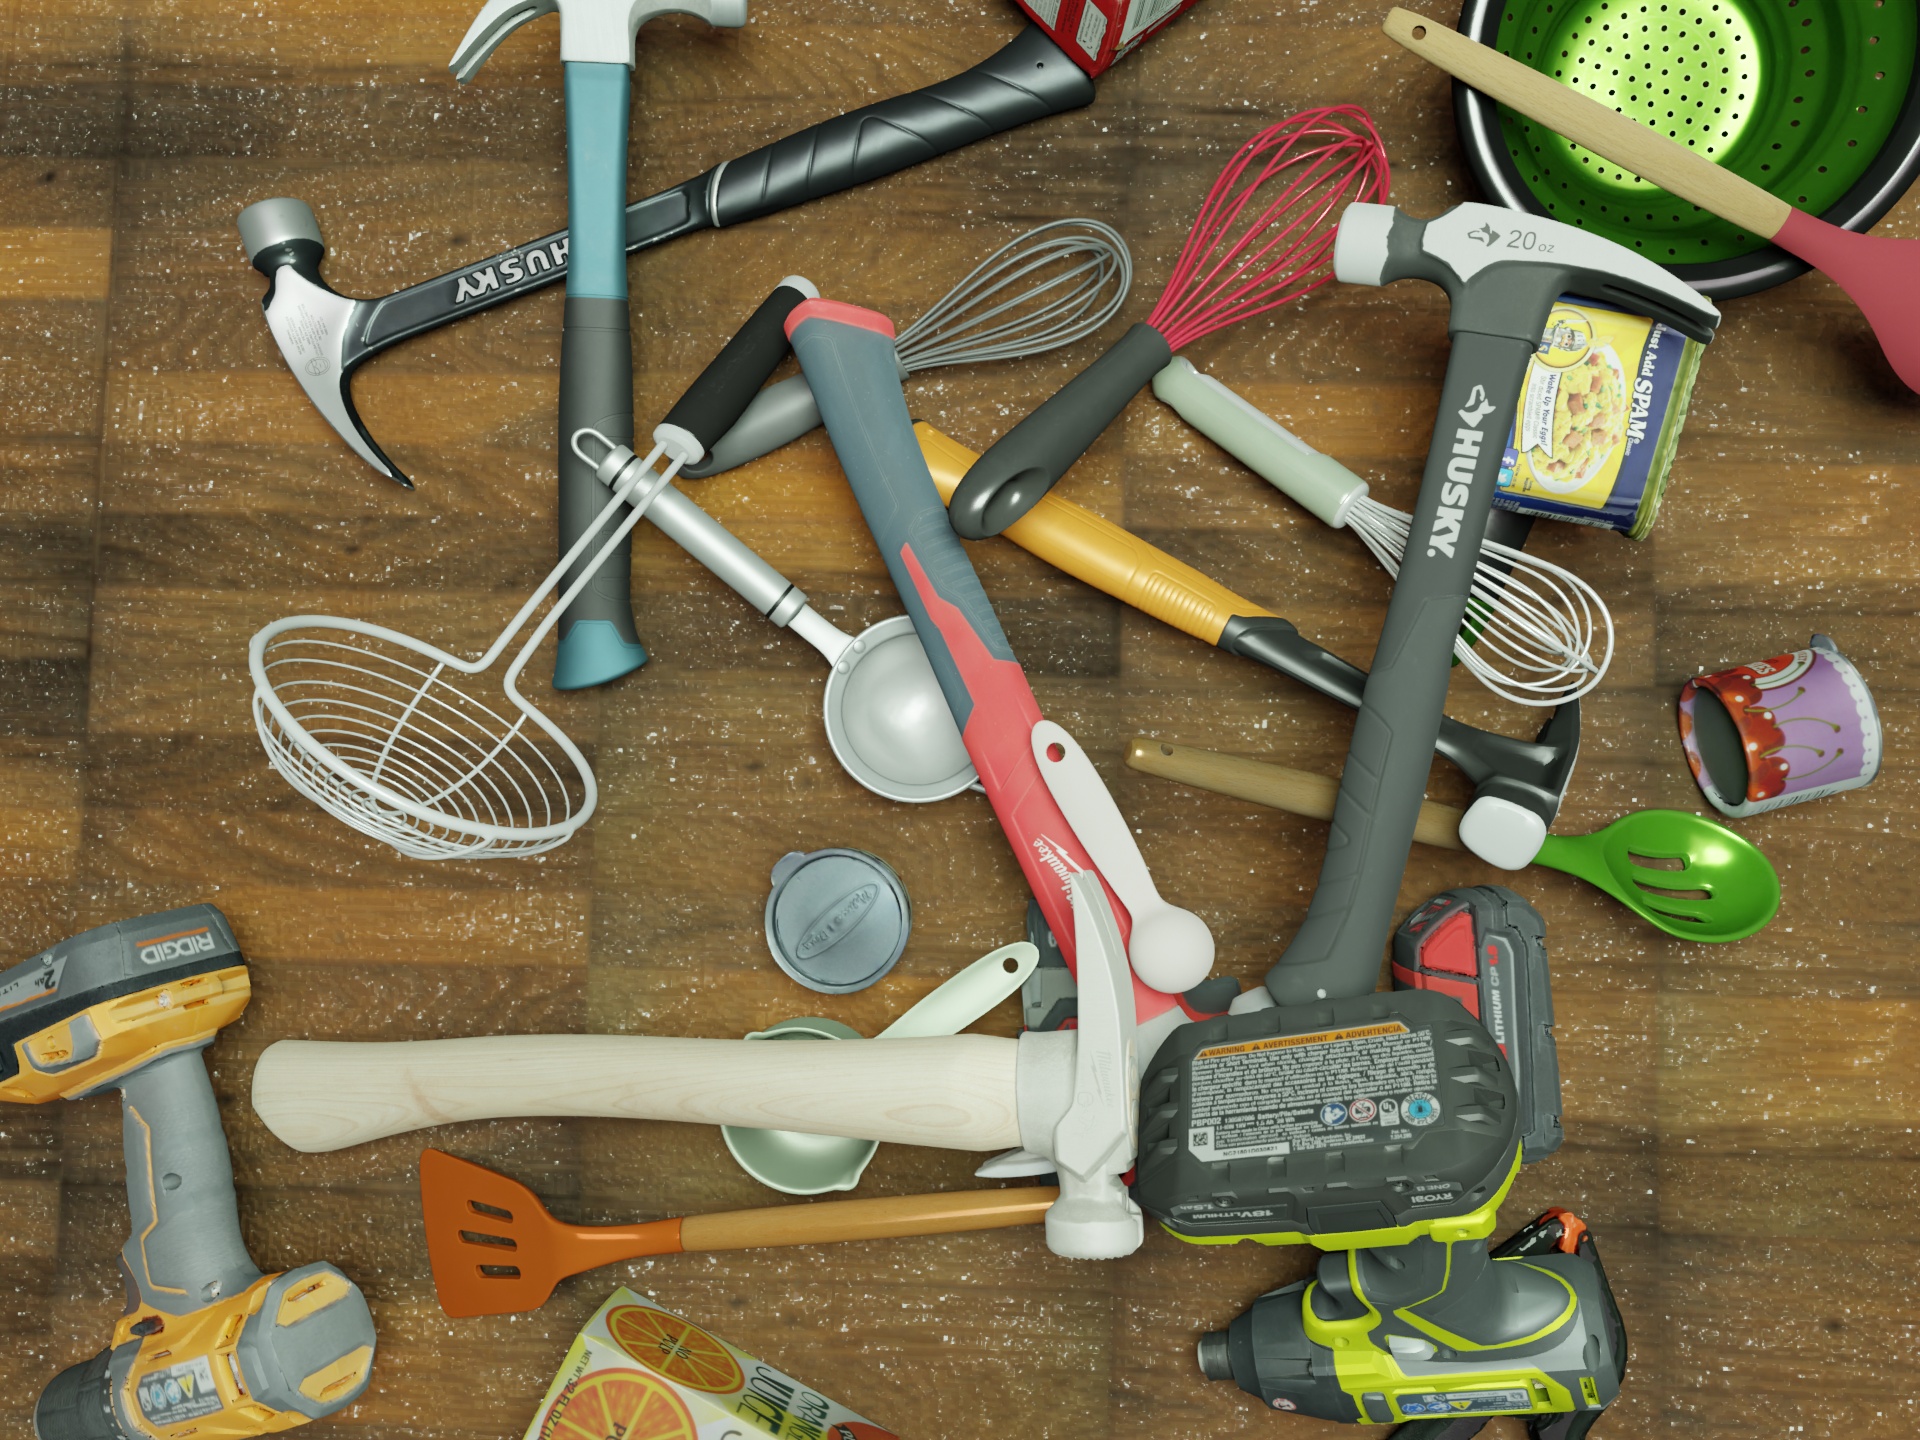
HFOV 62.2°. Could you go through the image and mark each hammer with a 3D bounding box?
[{"bbox_3d":[-0.131,-0.241,0.761,0.409,0.036,0.149,-20,87,0],"label":"hammer"},{"bbox_3d":[0.186,-0.034,0.624,0.146,0.035,0.335,14,90,20],"label":"hammer"},{"bbox_3d":[-0.165,-0.178,0.726,0.128,0.033,0.331,1,98,-7],"label":"hammer"},{"bbox_3d":[-0.127,0.143,0.677,0.410,0.038,0.146,-4,85,19],"label":"hammer"},{"bbox_3d":[0.115,-0.053,0.717,0.337,0.127,0.034,30,126,13],"label":"hammer"},{"bbox_3d":[-0.001,-0.002,0.685,0.143,0.038,0.386,-26,81,7],"label":"hammer"}]

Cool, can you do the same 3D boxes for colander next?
[{"bbox_3d":[0.290,-0.215,0.727,0.204,0.094,0.397,22,105,3],"label":"colander"}]

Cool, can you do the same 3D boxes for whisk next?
[{"bbox_3d":[0.181,-0.092,0.711,0.246,0.057,0.059,41,113,21],"label":"whisk"},{"bbox_3d":[0.096,-0.178,0.702,0.073,0.073,0.296,43,71,4],"label":"whisk"},{"bbox_3d":[-0.029,-0.169,0.749,0.239,0.055,0.055,-24,86,5],"label":"whisk"}]

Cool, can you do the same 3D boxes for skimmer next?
[{"bbox_3d":[-0.135,-0.089,0.634,0.127,0.090,0.363,33,54,-5],"label":"skimmer"}]

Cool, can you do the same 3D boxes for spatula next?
[{"bbox_3d":[-0.096,0.221,0.704,0.322,0.041,0.081,-7,92,8],"label":"spatula"}]

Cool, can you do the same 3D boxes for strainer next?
[{"bbox_3d":[-0.072,-0.048,0.724,0.258,0.050,0.087,40,82,-7],"label":"strainer"}]

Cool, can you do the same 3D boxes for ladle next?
[{"bbox_3d":[0.317,-0.220,0.660,0.315,0.031,0.069,29,111,3],"label":"ladle"}]

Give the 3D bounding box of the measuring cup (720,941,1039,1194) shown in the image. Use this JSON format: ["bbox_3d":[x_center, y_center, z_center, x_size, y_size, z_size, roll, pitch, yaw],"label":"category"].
[{"bbox_3d":[-0.032,0.147,0.719,0.167,0.038,0.083,-36,88,7],"label":"measuring cup"}]

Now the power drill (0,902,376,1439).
[{"bbox_3d":[-0.368,0.215,0.706,0.185,0.084,0.226,-24,84,25],"label":"power drill"}]

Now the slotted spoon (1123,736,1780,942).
[{"bbox_3d":[0.216,0.046,0.687,0.313,0.031,0.070,13,50,-15],"label":"slotted spoon"}]

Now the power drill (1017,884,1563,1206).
[{"bbox_3d":[0.137,0.116,0.708,0.226,0.080,0.188,-4,86,5],"label":"power drill"}]

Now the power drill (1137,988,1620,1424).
[{"bbox_3d":[0.156,0.209,0.630,0.171,0.080,0.223,-12,130,19],"label":"power drill"}]

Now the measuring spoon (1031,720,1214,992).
[{"bbox_3d":[0.061,0.053,0.640,0.034,0.018,0.124,-31,80,7],"label":"measuring spoon"}]
